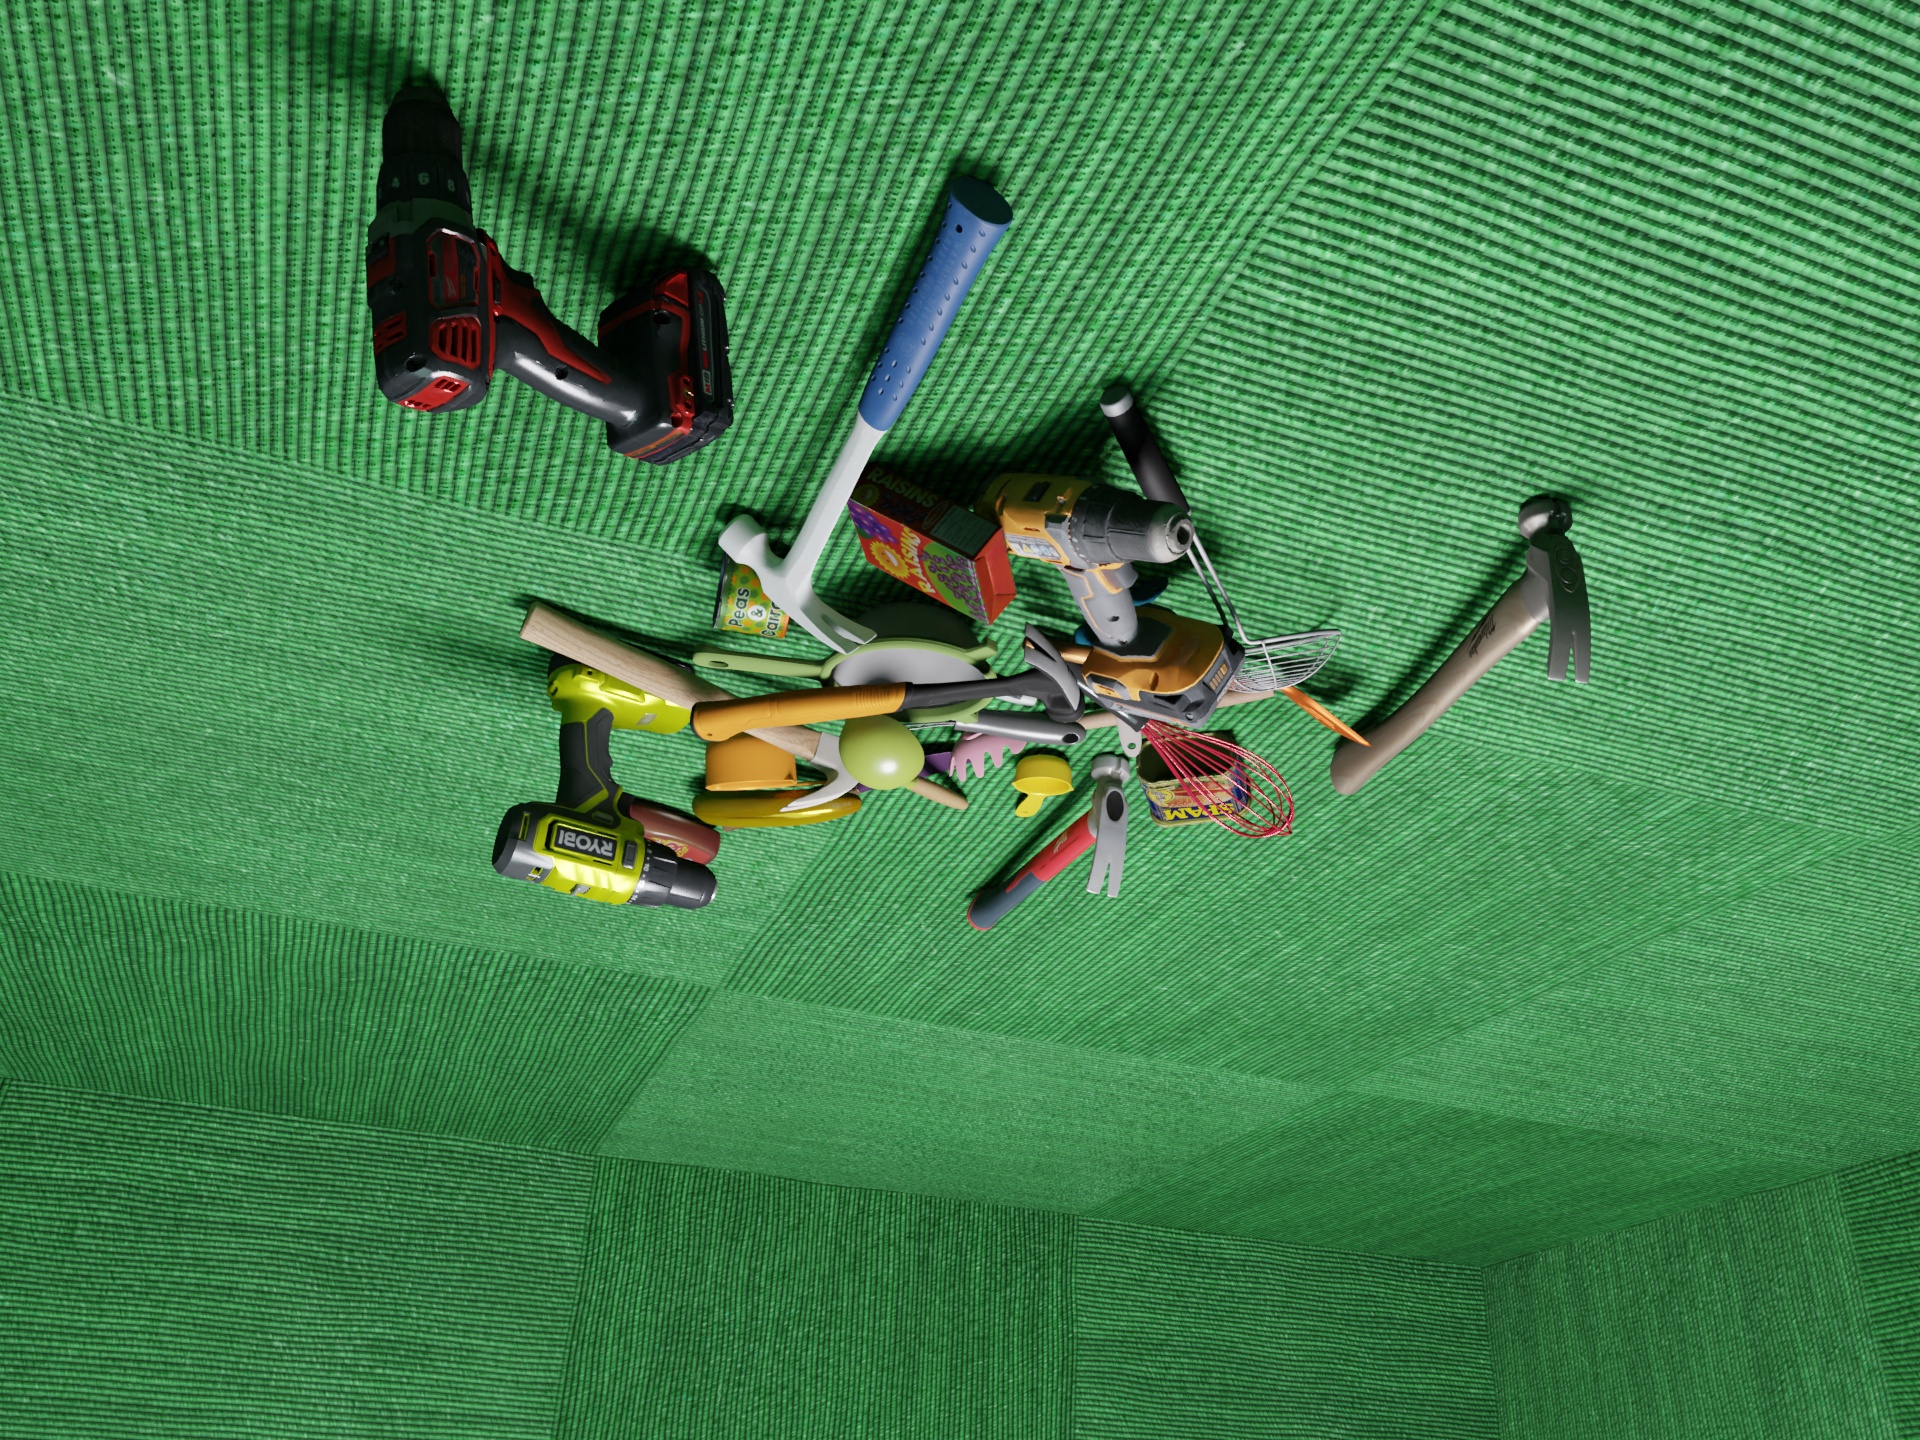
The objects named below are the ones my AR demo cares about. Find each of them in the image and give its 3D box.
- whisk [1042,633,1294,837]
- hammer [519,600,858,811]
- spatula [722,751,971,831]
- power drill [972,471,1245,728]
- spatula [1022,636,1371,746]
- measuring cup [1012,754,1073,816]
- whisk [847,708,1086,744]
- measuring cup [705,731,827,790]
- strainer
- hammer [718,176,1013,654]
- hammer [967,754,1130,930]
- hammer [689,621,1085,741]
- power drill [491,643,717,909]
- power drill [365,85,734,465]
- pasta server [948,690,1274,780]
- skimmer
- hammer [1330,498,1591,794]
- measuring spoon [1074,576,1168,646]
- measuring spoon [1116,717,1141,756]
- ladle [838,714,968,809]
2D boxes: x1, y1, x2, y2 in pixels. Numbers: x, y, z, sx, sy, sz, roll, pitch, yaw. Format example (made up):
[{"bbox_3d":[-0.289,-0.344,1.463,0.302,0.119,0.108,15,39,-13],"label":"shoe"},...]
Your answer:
[{"bbox_3d":[0.176,0.012,1.391,0.295,0.073,0.073,36,143,-8],"label":"whisk"},{"bbox_3d":[-0.231,-0.019,1.413,0.331,0.130,0.031,25,149,-20],"label":"hammer"},{"bbox_3d":[-0.125,0.073,1.638,0.316,0.018,0.059,-17,158,30],"label":"spatula"},{"bbox_3d":[0.129,-0.092,1.177,0.185,0.084,0.226,14,152,47],"label":"power drill"},{"bbox_3d":[0.205,-0.029,1.376,0.322,0.041,0.081,10,-170,-15],"label":"spatula"},{"bbox_3d":[0.076,0.068,1.618,0.062,0.029,0.156,6,162,-6],"label":"measuring cup"},{"bbox_3d":[-0.002,-0.006,1.448,0.239,0.055,0.055,8,150,-4],"label":"whisk"},{"bbox_3d":[-0.182,0.040,1.567,0.095,0.052,0.173,-8,174,28],"label":"measuring cup"},{"bbox_3d":[-0.095,-0.063,1.347,0.256,0.069,0.151,6,155,-4],"label":"strainer"},{"bbox_3d":[-0.059,-0.197,1.094,0.144,0.035,0.405,46,141,8],"label":"hammer"},{"bbox_3d":[0.085,0.171,1.694,0.038,0.143,0.386,14,153,-14],"label":"hammer"},{"bbox_3d":[-0.074,-0.020,1.314,0.337,0.034,0.127,-6,154,19],"label":"hammer"},{"bbox_3d":[-0.297,0.054,1.405,0.190,0.229,0.080,18,147,-25],"label":"power drill"},{"bbox_3d":[-0.248,-0.258,0.951,0.080,0.188,0.226,-17,164,37],"label":"power drill"},{"bbox_3d":[0.135,0.004,1.480,0.316,0.060,0.040,-10,114,16],"label":"pasta server"},{"bbox_3d":[0.192,-0.139,1.233,0.127,0.090,0.362,-9,138,28],"label":"skimmer"},{"bbox_3d":[0.405,-0.017,1.338,0.038,0.146,0.410,6,155,-8],"label":"hammer"},{"bbox_3d":[0.138,-0.083,1.340,0.042,0.021,0.128,15,150,-21],"label":"measuring spoon"},{"bbox_3d":[0.149,-0.011,1.428,0.034,0.018,0.124,-7,128,8],"label":"measuring spoon"},{"bbox_3d":[-0.037,0.049,1.509,0.078,0.062,0.320,11,174,17],"label":"ladle"}]
